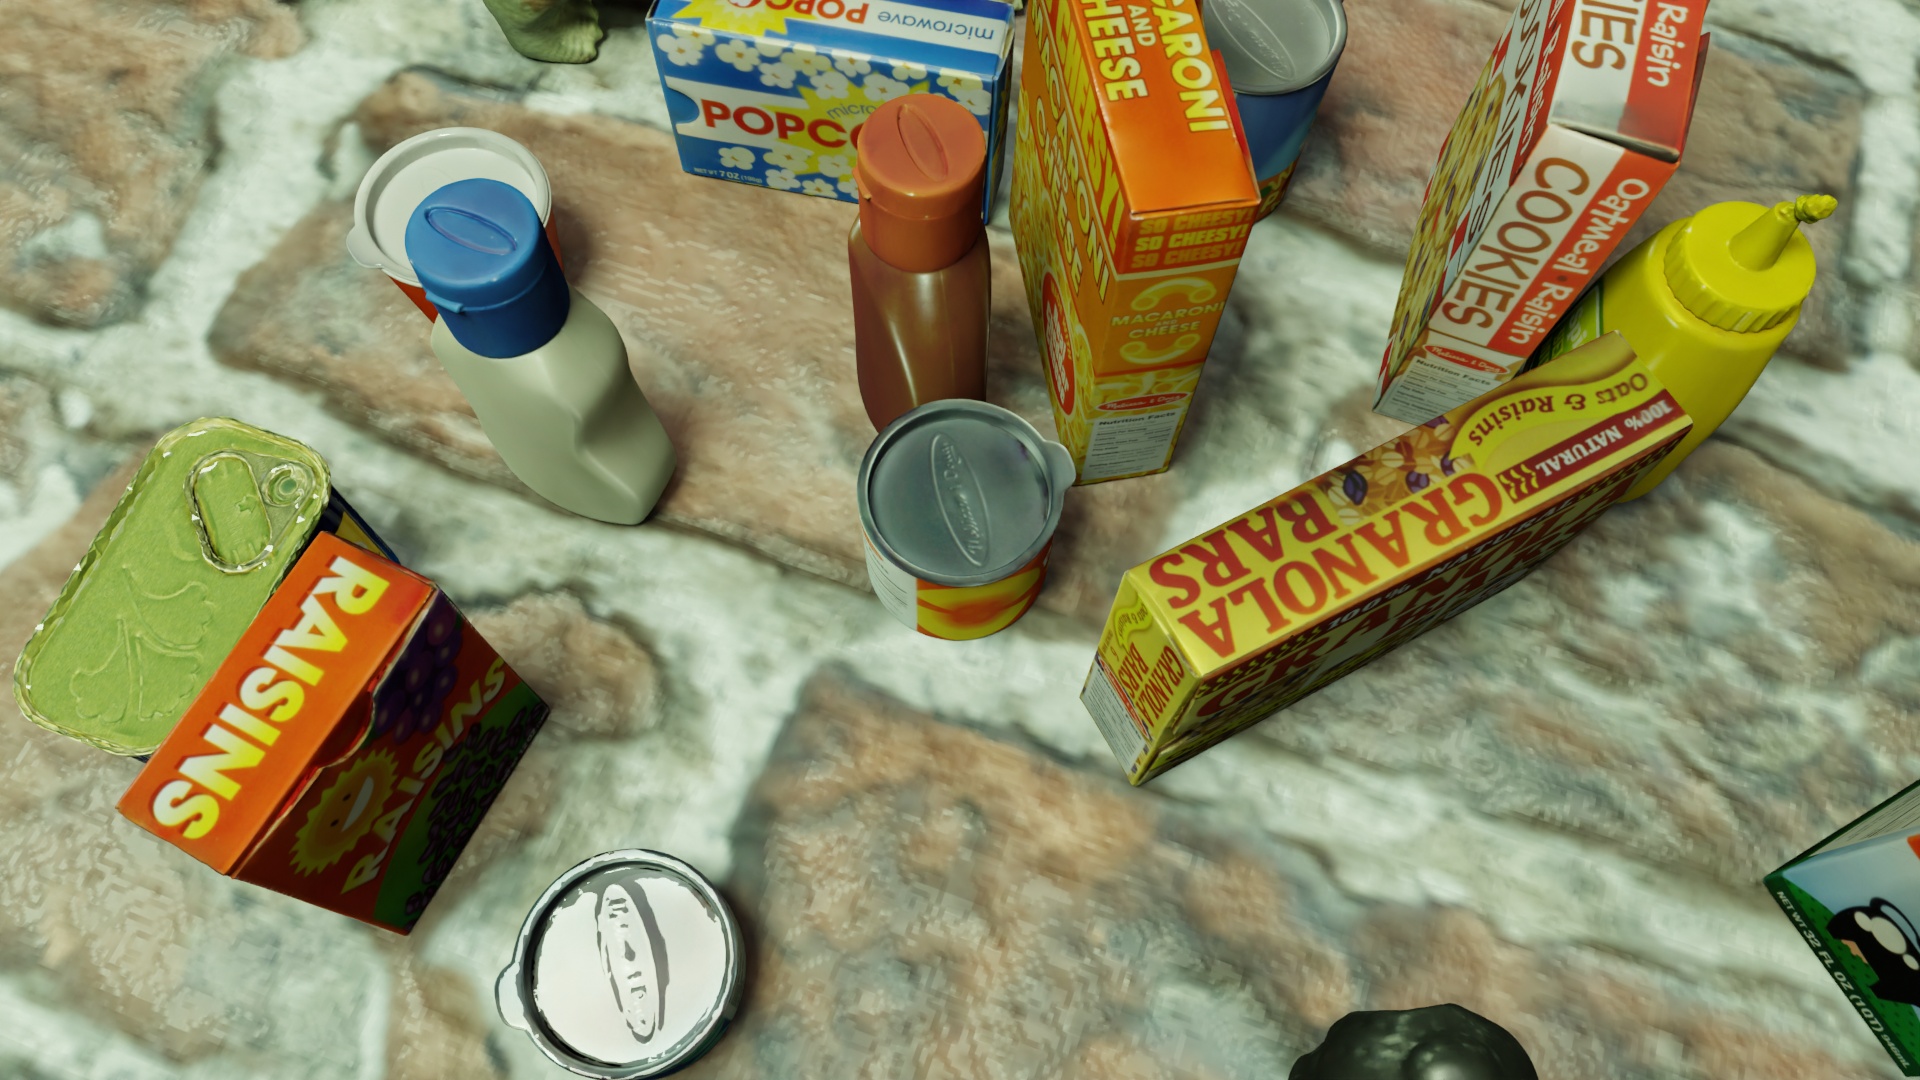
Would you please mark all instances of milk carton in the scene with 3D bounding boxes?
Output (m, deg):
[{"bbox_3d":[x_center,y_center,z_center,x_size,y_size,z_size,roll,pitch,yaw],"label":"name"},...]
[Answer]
[{"bbox_3d":[0.313,0.090,0.366,0.073,0.189,0.072,-26,70,-12],"label":"milk carton"}]

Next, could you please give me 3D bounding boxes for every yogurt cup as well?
[{"bbox_3d":[-0.179,-0.109,0.511,0.072,0.053,0.072,1,67,-1],"label":"yogurt cup"}]

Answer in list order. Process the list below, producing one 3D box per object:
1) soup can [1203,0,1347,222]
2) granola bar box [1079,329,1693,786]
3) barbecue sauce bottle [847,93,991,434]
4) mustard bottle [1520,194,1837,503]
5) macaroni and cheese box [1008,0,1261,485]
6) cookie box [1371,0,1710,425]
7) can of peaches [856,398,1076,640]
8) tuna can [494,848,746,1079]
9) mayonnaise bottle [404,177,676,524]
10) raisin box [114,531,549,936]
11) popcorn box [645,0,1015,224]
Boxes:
[{"bbox_3d":[0.105,-0.170,0.529,0.071,0.083,0.071,1,67,-1],"label":"soup can"},{"bbox_3d":[0.123,0.011,0.430,0.166,0.123,0.039,-26,70,-12],"label":"granola bar box"},{"bbox_3d":[-0.013,-0.082,0.453,0.044,0.148,0.065,-20,69,-10],"label":"barbecue sauce bottle"},{"bbox_3d":[0.227,-0.066,0.447,0.049,0.159,0.065,8,67,2],"label":"mustard bottle"},{"bbox_3d":[0.050,-0.110,0.457,0.040,0.165,0.124,-9,68,-5],"label":"macaroni and cheese box"},{"bbox_3d":[0.194,-0.127,0.468,0.040,0.166,0.123,18,68,6],"label":"cookie box"},{"bbox_3d":[0.002,-0.006,0.470,0.071,0.058,0.071,1,67,-1],"label":"can of peaches"},{"bbox_3d":[-0.102,0.130,0.422,0.071,0.032,0.071,1,67,-1],"label":"tuna can"},{"bbox_3d":[-0.132,-0.055,0.438,0.065,0.147,0.041,24,69,8],"label":"mayonnaise bottle"},{"bbox_3d":[-0.171,0.061,0.401,0.040,0.123,0.086,26,69,9],"label":"raisin box"},{"bbox_3d":[-0.045,-0.168,0.523,0.127,0.085,0.038,11,67,3],"label":"popcorn box"}]
